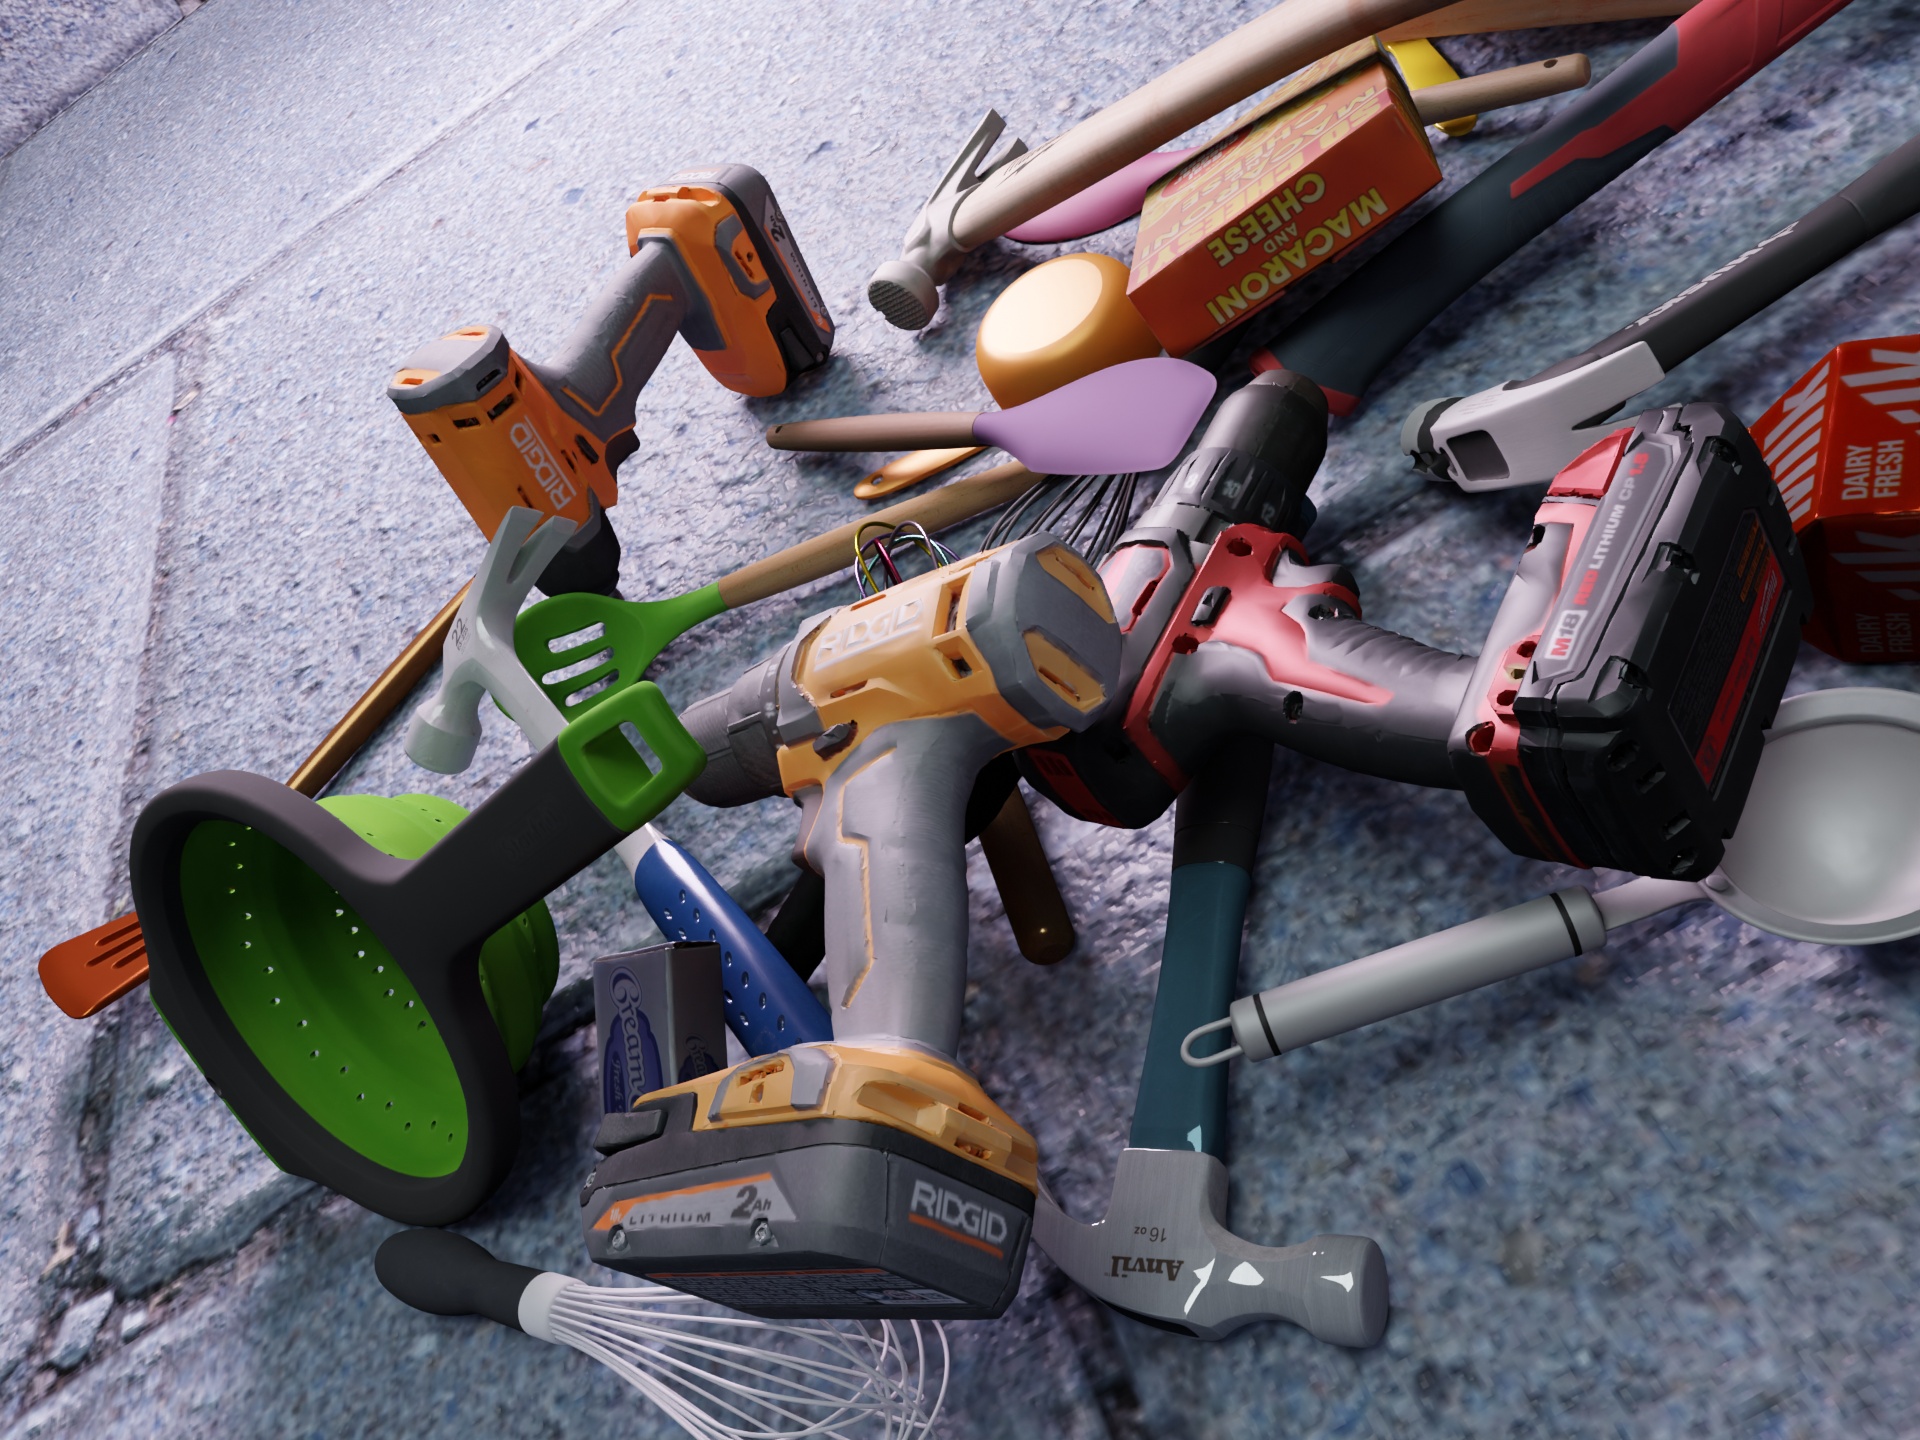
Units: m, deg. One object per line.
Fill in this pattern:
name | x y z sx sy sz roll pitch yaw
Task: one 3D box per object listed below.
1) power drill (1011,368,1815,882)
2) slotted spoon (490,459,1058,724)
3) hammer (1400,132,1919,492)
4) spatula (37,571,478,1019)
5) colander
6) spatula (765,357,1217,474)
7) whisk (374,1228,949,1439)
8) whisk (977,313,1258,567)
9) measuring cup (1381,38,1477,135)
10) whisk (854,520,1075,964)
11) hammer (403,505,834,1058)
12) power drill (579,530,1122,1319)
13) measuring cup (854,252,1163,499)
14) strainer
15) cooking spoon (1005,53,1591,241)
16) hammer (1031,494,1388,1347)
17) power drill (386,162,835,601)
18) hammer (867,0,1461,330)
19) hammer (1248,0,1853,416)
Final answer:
power drill | 0.136 -0.044 0.507 0.227 0.080 0.188 5 57 47
slotted spoon | -0.090 -0.068 0.768 0.314 0.031 0.070 -20 79 15
hammer | 0.319 -0.180 0.546 0.335 0.035 0.146 -32 9 0
spatula | -0.363 0.028 0.868 0.081 0.041 0.323 23 70 44
colander | -0.184 0.065 0.600 0.397 0.204 0.094 -33 4 43
spatula | -0.003 -0.133 0.719 0.316 0.018 0.060 10 65 52
whisk | -0.119 0.209 0.547 0.285 0.070 0.070 -3 54 38
whisk | 0.077 -0.127 0.692 0.055 0.055 0.239 16 62 41
measuring cup | 0.219 -0.333 0.774 0.062 0.029 0.157 -24 45 17
whisk | -0.003 -0.002 0.648 0.051 0.047 0.245 -29 48 10
hammer | -0.127 0.048 0.645 0.406 0.035 0.144 41 112 42
power drill | -0.045 0.061 0.495 0.185 0.084 0.226 -18 50 39
measuring cup | 0.014 -0.159 0.755 0.173 0.052 0.095 -25 45 14
strainer | 0.185 0.055 0.456 0.258 0.050 0.087 -21 41 11
cooking spoon | 0.147 -0.284 0.786 0.319 0.017 0.069 1 57 39
hammer | 0.090 0.042 0.555 0.128 0.033 0.331 -7 52 29
power drill | -0.169 -0.169 0.832 0.084 0.164 0.226 13 52 40
hammer | 0.108 -0.291 0.720 0.411 0.038 0.146 -7 48 53
hammer | 0.270 -0.263 0.622 0.386 0.143 0.038 -36 15 10
